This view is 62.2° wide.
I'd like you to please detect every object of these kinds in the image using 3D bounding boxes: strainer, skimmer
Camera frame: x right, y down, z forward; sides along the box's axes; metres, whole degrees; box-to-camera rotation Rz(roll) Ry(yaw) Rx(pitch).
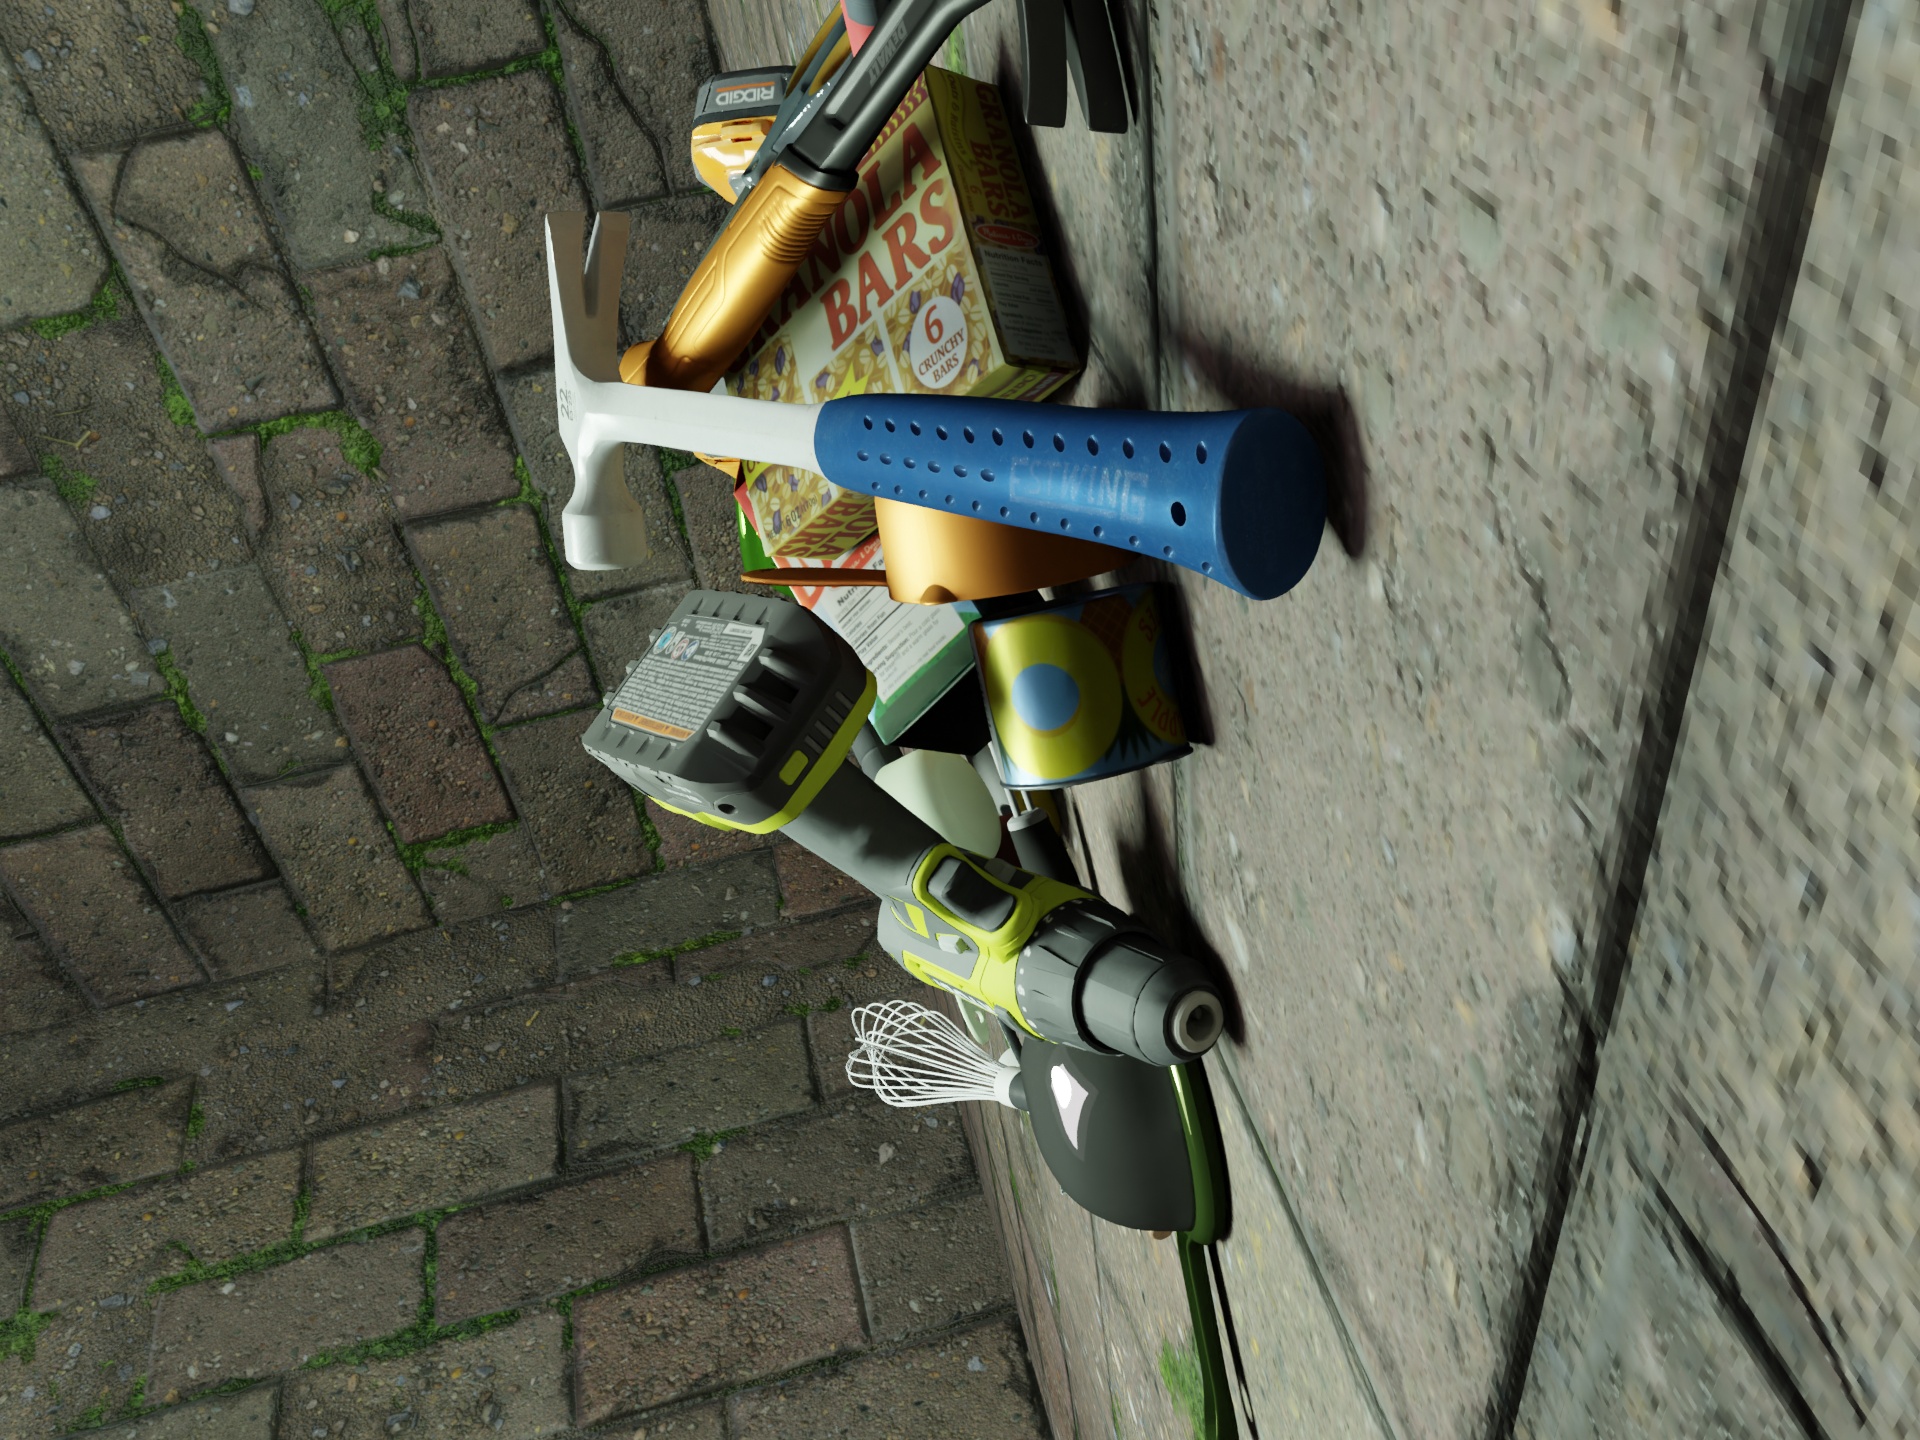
[{"bbox_3d":[0.075,0.220,0.727,0.151,0.069,0.256,-146,44,-81],"label":"strainer"},{"bbox_3d":[-0.001,-0.003,0.836,0.090,0.127,0.363,-15,96,56],"label":"skimmer"}]

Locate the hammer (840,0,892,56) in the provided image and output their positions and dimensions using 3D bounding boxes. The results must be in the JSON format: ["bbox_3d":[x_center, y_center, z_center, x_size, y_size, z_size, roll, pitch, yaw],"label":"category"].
[{"bbox_3d":[-0.040,-0.325,0.722,0.143,0.038,0.386,-163,59,-82],"label":"hammer"}]

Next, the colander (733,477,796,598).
[{"bbox_3d":[-0.125,-0.229,1.220,0.204,0.094,0.398,90,174,-58],"label":"colander"}]

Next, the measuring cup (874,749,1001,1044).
[{"bbox_3d":[0.002,0.087,0.837,0.083,0.038,0.168,28,-143,-49],"label":"measuring cup"}]

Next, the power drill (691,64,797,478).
[{"bbox_3d":[-0.098,-0.240,0.942,0.185,0.084,0.226,23,-111,-70],"label":"power drill"}]

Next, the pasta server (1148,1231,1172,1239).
[{"bbox_3d":[0.061,0.185,0.946,0.317,0.040,0.060,-114,1,-56],"label":"pasta server"}]

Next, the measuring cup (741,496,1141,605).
[{"bbox_3d":[-0.019,-0.075,0.564,0.174,0.095,0.052,2,107,38],"label":"measuring cup"}]

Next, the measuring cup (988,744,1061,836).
[{"bbox_3d":[0.021,-0.006,0.872,0.156,0.062,0.029,65,162,8],"label":"measuring cup"}]

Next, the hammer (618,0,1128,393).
[{"bbox_3d":[-0.058,-0.176,0.569,0.337,0.034,0.127,-31,72,56],"label":"hammer"}]

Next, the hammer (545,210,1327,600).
[{"bbox_3d":[-0.046,-0.096,0.509,0.406,0.035,0.144,20,117,53],"label":"hammer"}]

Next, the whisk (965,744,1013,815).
[{"bbox_3d":[-0.014,-0.031,0.973,0.239,0.055,0.055,60,169,19],"label":"whisk"}]

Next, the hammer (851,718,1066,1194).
[{"bbox_3d":[0.000,0.131,0.995,0.408,0.036,0.149,67,174,-30],"label":"hammer"}]

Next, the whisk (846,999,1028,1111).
[{"bbox_3d":[0.014,0.208,0.928,0.285,0.070,0.070,-3,102,57],"label":"whisk"}]

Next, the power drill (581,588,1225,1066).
[{"bbox_3d":[-0.017,0.051,0.611,0.228,0.080,0.191,41,165,-29],"label":"power drill"}]
